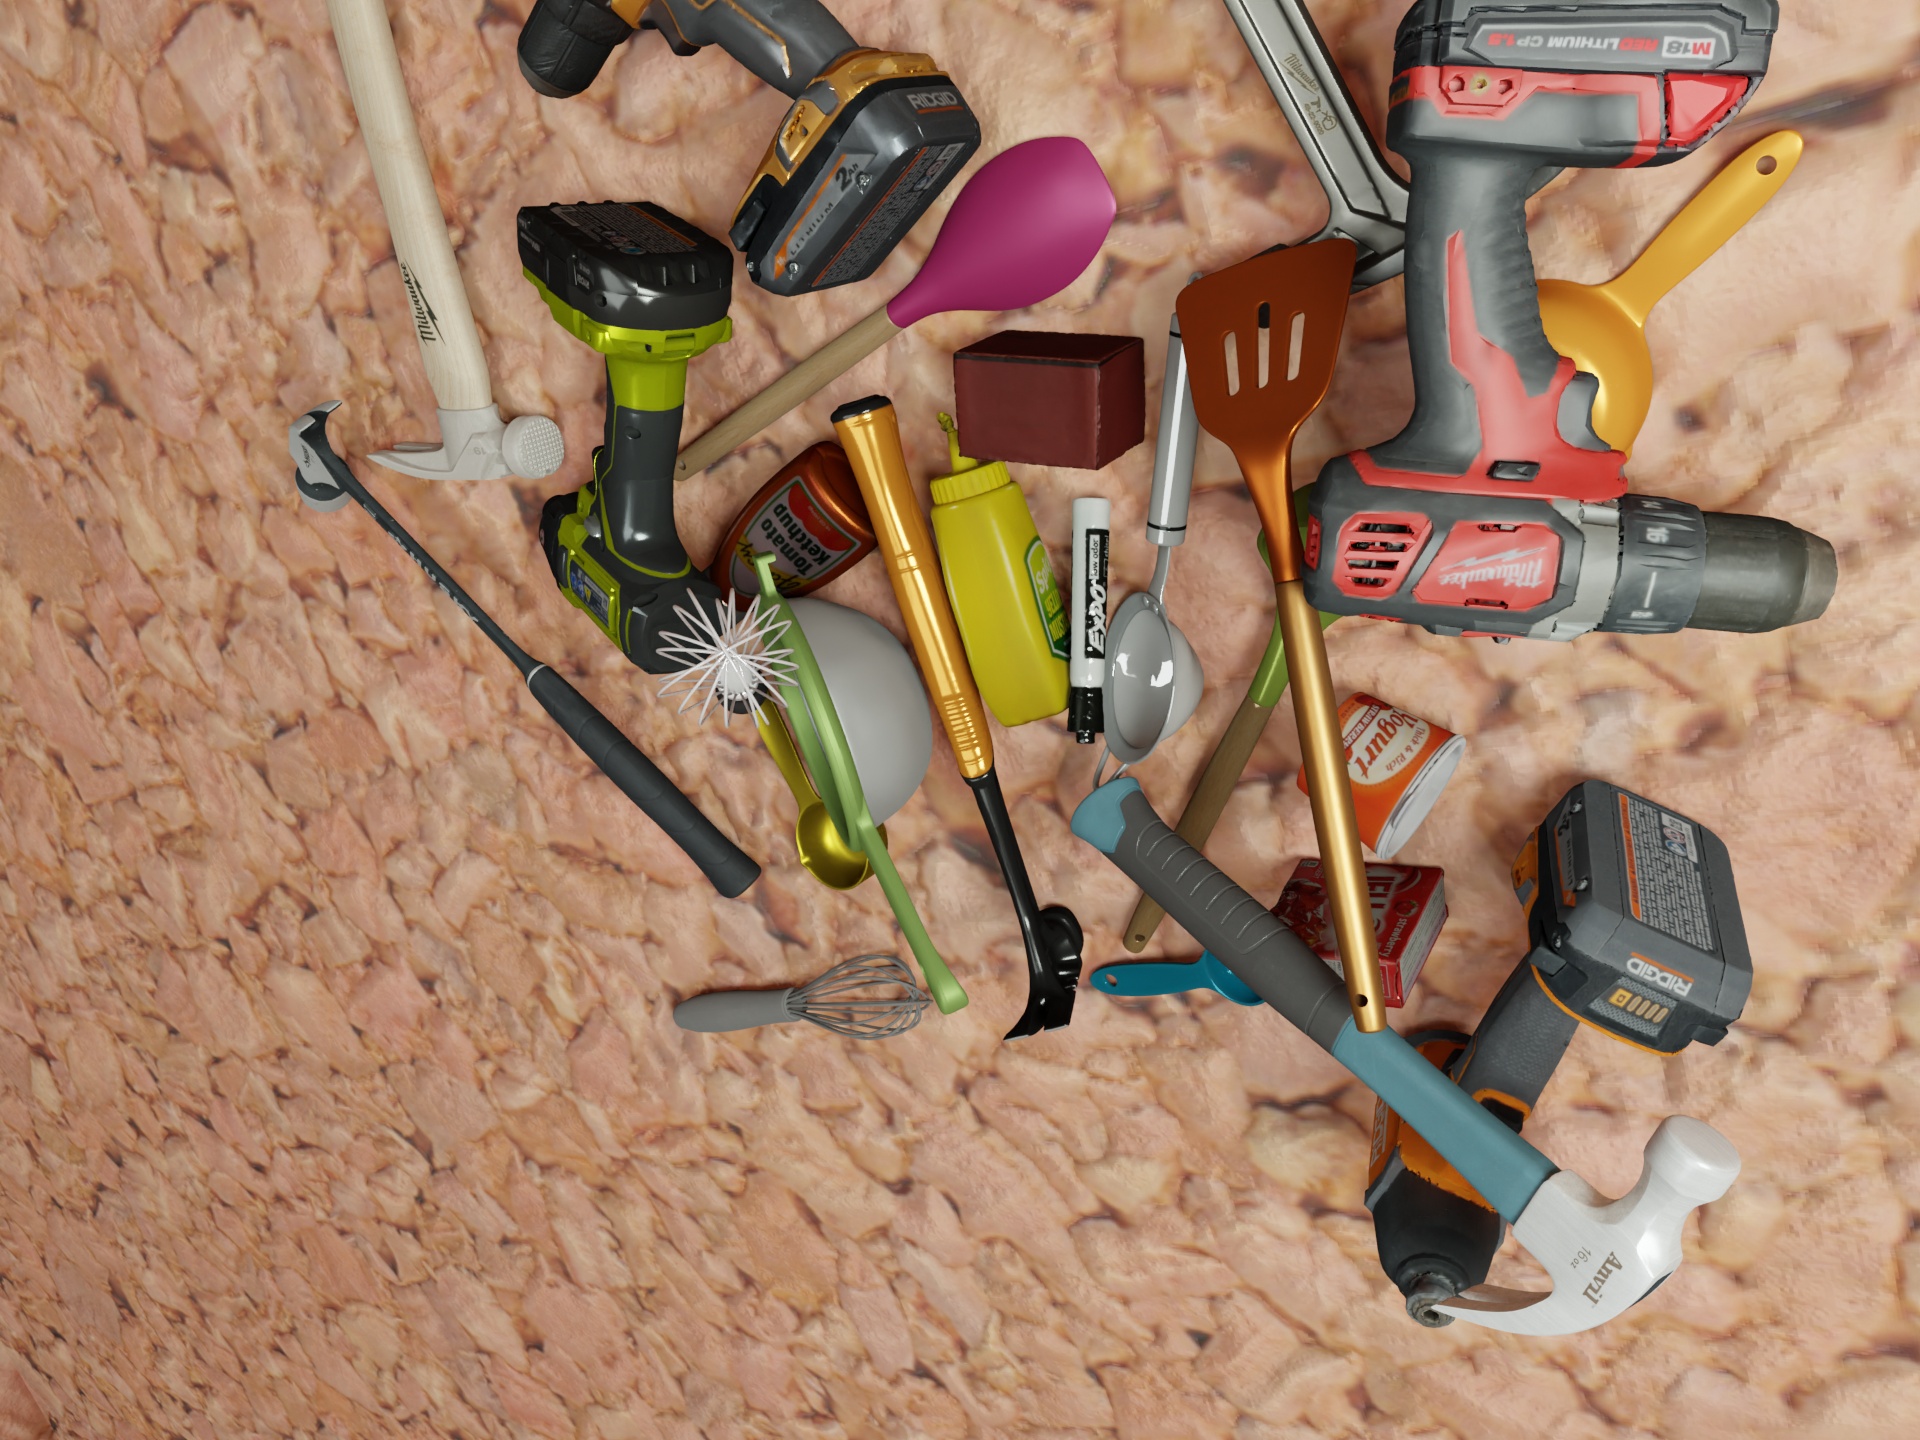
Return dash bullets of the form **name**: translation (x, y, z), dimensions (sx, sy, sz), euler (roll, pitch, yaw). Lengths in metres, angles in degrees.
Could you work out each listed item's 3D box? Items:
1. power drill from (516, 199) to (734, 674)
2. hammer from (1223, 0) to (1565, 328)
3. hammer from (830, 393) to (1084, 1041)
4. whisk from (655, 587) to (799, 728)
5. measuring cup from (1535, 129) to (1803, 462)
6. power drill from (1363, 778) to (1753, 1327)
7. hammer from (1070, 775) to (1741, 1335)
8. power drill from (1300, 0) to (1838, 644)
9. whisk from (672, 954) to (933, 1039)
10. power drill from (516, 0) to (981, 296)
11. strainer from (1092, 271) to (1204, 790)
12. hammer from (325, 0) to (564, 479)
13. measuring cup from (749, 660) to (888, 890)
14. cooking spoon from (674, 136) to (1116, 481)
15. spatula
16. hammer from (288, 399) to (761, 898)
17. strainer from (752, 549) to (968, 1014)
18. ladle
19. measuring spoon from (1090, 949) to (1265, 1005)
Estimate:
- **power drill**: translation (-0.188, -0.158, 0.865), dimensions (0.171, 0.080, 0.223), euler (40, 133, 42)
- **hammer**: translation (0.095, -0.335, 0.609), dimensions (0.149, 0.037, 0.359), euler (-21, 109, 39)
- **hammer**: translation (-0.001, -0.003, 0.825), dimensions (0.034, 0.127, 0.336), euler (-16, 102, 13)
- **whisk**: translation (-0.116, -0.025, 0.813), dimensions (0.070, 0.070, 0.284), euler (53, 173, -2)
- **measuring cup**: translation (0.251, -0.154, 0.617), dimensions (0.095, 0.052, 0.173), euler (45, 131, 5)
- **power drill**: translation (0.252, 0.156, 0.708), dimensions (0.084, 0.164, 0.226), euler (25, 124, 4)
- **hammer**: translation (0.161, 0.125, 0.691), dimensions (0.331, 0.033, 0.128), euler (43, 123, 40)
- **power drill**: translation (0.227, -0.137, 0.569), dimensions (0.188, 0.080, 0.226), euler (6, 105, 7)
- **whisk**: translation (-0.111, 0.187, 1.037), dimensions (0.239, 0.055, 0.055), euler (-14, 106, 41)
- **power drill**: translation (-0.116, -0.311, 0.760), dimensions (0.185, 0.084, 0.226), euler (-39, 86, 40)
- **strainer**: translation (0.100, -0.082, 0.762), dimensions (0.087, 0.050, 0.258), euler (-125, 36, -60)
- **hammer**: translation (-0.335, -0.340, 0.914), dimensions (0.146, 0.038, 0.410), euler (6, 116, 32)
- **measuring cup**: translation (-0.092, 0.027, 0.960), dimensions (0.062, 0.029, 0.156), euler (-32, 82, 41)
- **cooking spoon**: translation (-0.050, -0.195, 0.815), dimensions (0.319, 0.017, 0.068), euler (-25, 98, 38)
- **spatula**: translation (0.144, -0.034, 0.651), dimensions (0.081, 0.041, 0.322), euler (-9, 91, 33)
- **hammer**: translation (-0.277, -0.040, 1.007), dimensions (0.409, 0.036, 0.149), euler (45, 159, -1)
- **strainer**: translation (-0.033, 0.031, 0.834), dimensions (0.151, 0.069, 0.257), euler (87, 158, -59)
- **ladle**: translation (0.137, 0.016, 0.780), dimensions (0.078, 0.062, 0.320), euler (20, 128, 0)
- **measuring spoon**: translation (0.124, 0.137, 0.880), dimensions (0.128, 0.021, 0.042), euler (-14, 105, 47)
